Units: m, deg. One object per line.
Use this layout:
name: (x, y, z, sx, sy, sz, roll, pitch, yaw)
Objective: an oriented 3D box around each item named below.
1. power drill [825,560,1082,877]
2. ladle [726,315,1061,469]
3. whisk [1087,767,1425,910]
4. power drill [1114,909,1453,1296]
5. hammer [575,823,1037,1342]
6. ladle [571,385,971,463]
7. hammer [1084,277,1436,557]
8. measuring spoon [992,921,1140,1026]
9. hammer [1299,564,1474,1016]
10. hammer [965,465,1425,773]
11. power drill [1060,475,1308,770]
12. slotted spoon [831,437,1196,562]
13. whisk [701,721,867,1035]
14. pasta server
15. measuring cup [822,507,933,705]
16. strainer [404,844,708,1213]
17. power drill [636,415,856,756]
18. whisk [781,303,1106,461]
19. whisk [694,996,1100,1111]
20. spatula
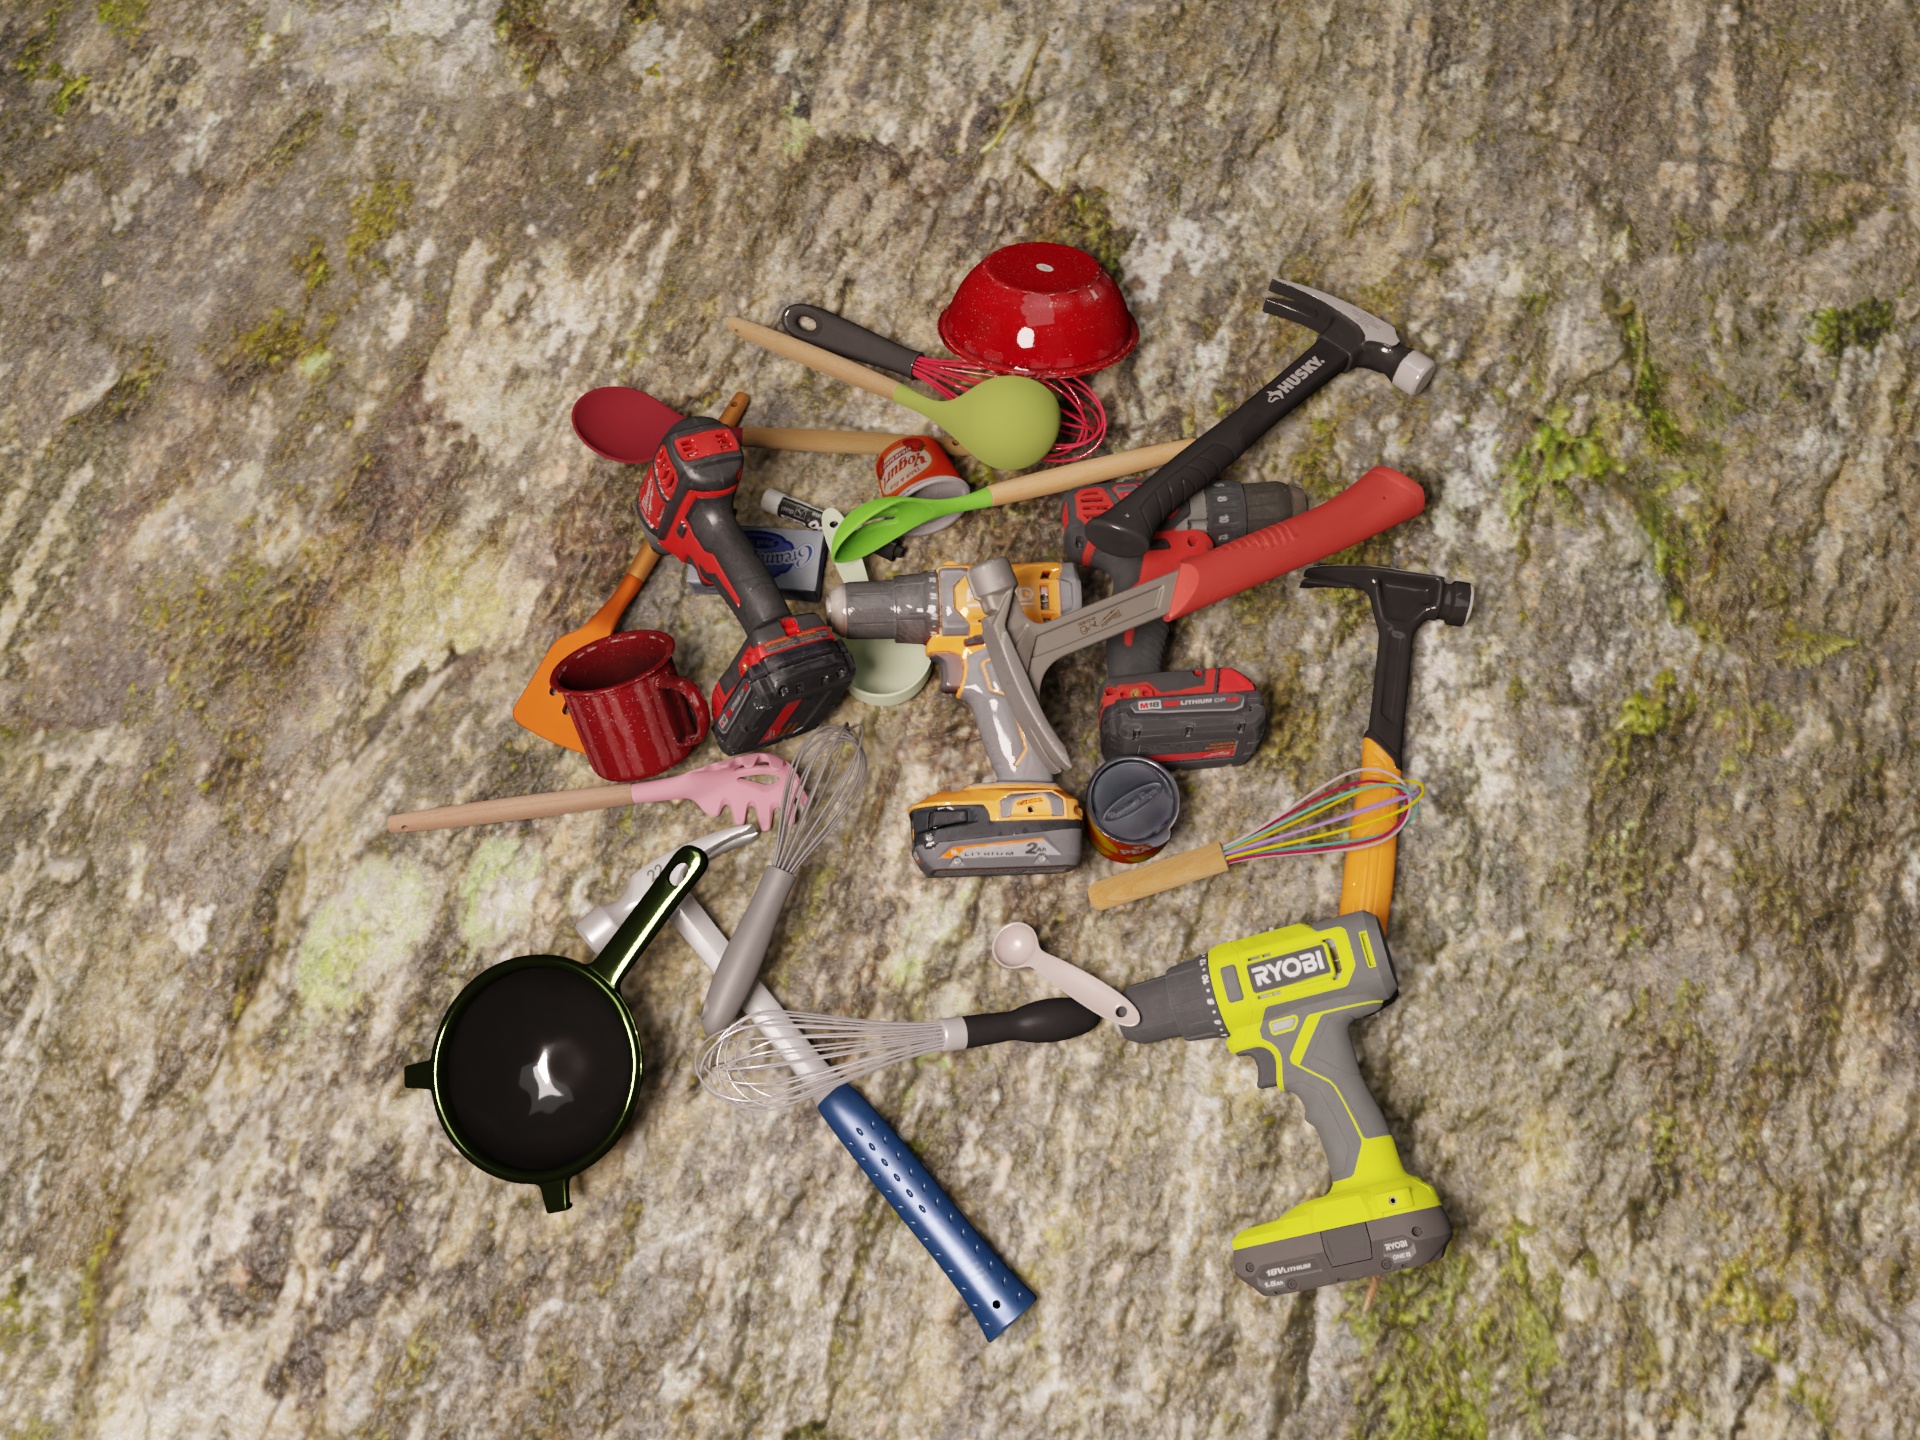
power drill: (-0.002, -0.004, 1.137, 0.185, 0.084, 0.226, -1, 79, -5)
ladle: (-0.060, -0.272, 1.249, 0.320, 0.078, 0.062, 28, 58, 30)
whisk: (0.207, 0.088, 1.120, 0.245, 0.051, 0.047, -20, 47, 12)
power drill: (0.212, 0.254, 1.052, 0.190, 0.080, 0.229, -18, 69, 15)
hammer: (-0.091, 0.246, 1.098, 0.144, 0.035, 0.406, -40, 73, -11)
ladle: (-0.146, -0.225, 1.260, 0.315, 0.031, 0.069, 3, 67, -5)
hammer: (0.211, -0.226, 1.210, 0.146, 0.035, 0.335, 40, 61, 19)
measuring spoon: (0.075, 0.181, 1.108, 0.124, 0.018, 0.034, 29, 77, 30)
hammer: (0.296, 0.045, 1.153, 0.127, 0.034, 0.337, 9, 71, 5)
hammer: (0.183, -0.094, 1.117, 0.359, 0.037, 0.149, -22, 89, -21)
power drill: (0.177, -0.082, 1.185, 0.188, 0.080, 0.227, -4, 67, 0)
slotted spoon: (0.044, -0.176, 1.218, 0.313, 0.070, 0.031, -16, 72, -17)
whisk: (-0.123, 0.107, 1.106, 0.055, 0.055, 0.239, 21, 78, 10)
pasta server: (-0.269, 0.062, 1.172, 0.316, 0.060, 0.040, -7, 36, 3)
measuring cup: (-0.073, -0.086, 1.217, 0.083, 0.038, 0.168, -20, 69, -4)
strainer: (-0.249, 0.194, 1.093, 0.151, 0.069, 0.256, 35, 86, 14)
power drill: (-0.169, -0.094, 1.151, 0.078, 0.143, 0.220, -19, 75, -31)
whisk: (-0.017, -0.278, 1.274, 0.296, 0.073, 0.073, 24, 73, 17)
whisk: (-0.037, 0.214, 1.067, 0.284, 0.070, 0.070, -4, 69, -20)
spatula: (-0.243, -0.126, 1.248, 0.081, 0.041, 0.323, 22, 69, 10)
